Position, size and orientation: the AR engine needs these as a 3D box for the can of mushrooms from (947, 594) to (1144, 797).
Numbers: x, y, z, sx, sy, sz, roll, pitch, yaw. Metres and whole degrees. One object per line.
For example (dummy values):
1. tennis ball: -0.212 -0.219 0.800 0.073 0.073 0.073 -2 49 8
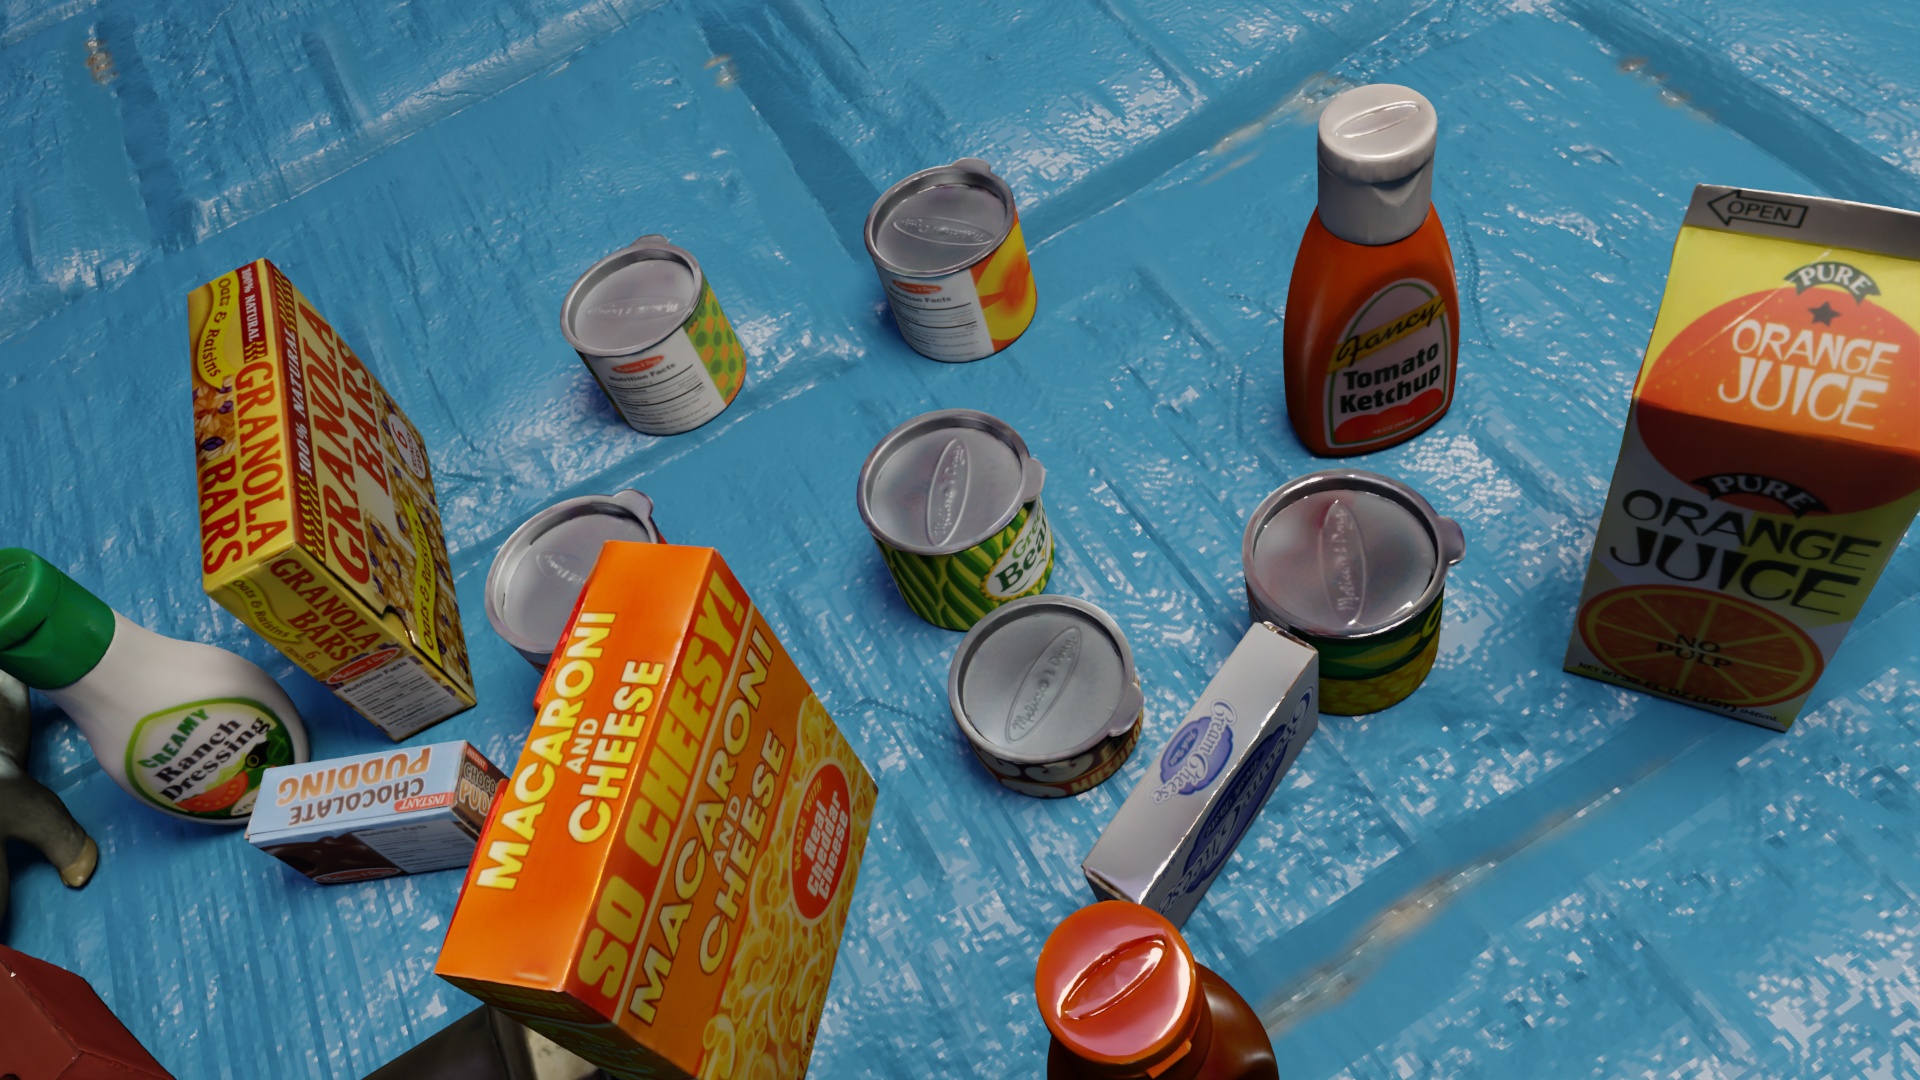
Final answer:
1. can of mushrooms: 0.033 0.056 0.494 0.071 0.033 0.071 -7 55 10

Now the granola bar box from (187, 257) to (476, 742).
1. granola bar box: -0.256 -0.017 0.567 0.039 0.123 0.166 -25 54 -2

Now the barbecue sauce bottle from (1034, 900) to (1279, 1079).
1. barbecue sauce bottle: 0.050 0.137 0.364 0.065 0.148 0.044 -33 55 -8

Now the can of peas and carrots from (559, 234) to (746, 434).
1. can of peas and carrots: -0.137 -0.092 0.626 0.071 0.058 0.071 -7 55 10

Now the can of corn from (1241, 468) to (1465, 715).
1. can of corn: 0.135 0.018 0.478 0.071 0.058 0.071 -7 55 10

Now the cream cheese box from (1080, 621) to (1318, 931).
1. cream cheese box: 0.081 0.081 0.452 0.024 0.053 0.104 28 68 29

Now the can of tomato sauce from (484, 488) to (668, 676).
1. can of tomato sauce: -0.127 0.031 0.524 0.071 0.082 0.071 -7 55 11

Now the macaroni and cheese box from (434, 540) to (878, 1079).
1. macaroni and cheese box: -0.078 0.096 0.415 0.040 0.165 0.124 3 58 17

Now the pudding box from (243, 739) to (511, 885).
1. pudding box: -0.214 0.103 0.519 0.084 0.049 0.030 -10 55 9

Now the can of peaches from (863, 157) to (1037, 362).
1. can of peaches: -0.002 -0.123 0.612 0.071 0.057 0.071 -7 55 10

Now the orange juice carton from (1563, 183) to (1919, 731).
1. orange juice carton: 0.230 -0.026 0.400 0.072 0.191 0.073 16 62 24

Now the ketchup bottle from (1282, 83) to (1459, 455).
1. ketchup bottle: 0.146 -0.092 0.495 0.065 0.148 0.044 -20 54 2

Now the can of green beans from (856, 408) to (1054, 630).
1. can of green beans: 0.000 -0.007 0.532 0.071 0.057 0.071 -7 55 10

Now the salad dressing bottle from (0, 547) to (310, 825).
1. salad dressing bottle: -0.304 0.057 0.515 0.064 0.147 0.044 -40 56 -13
